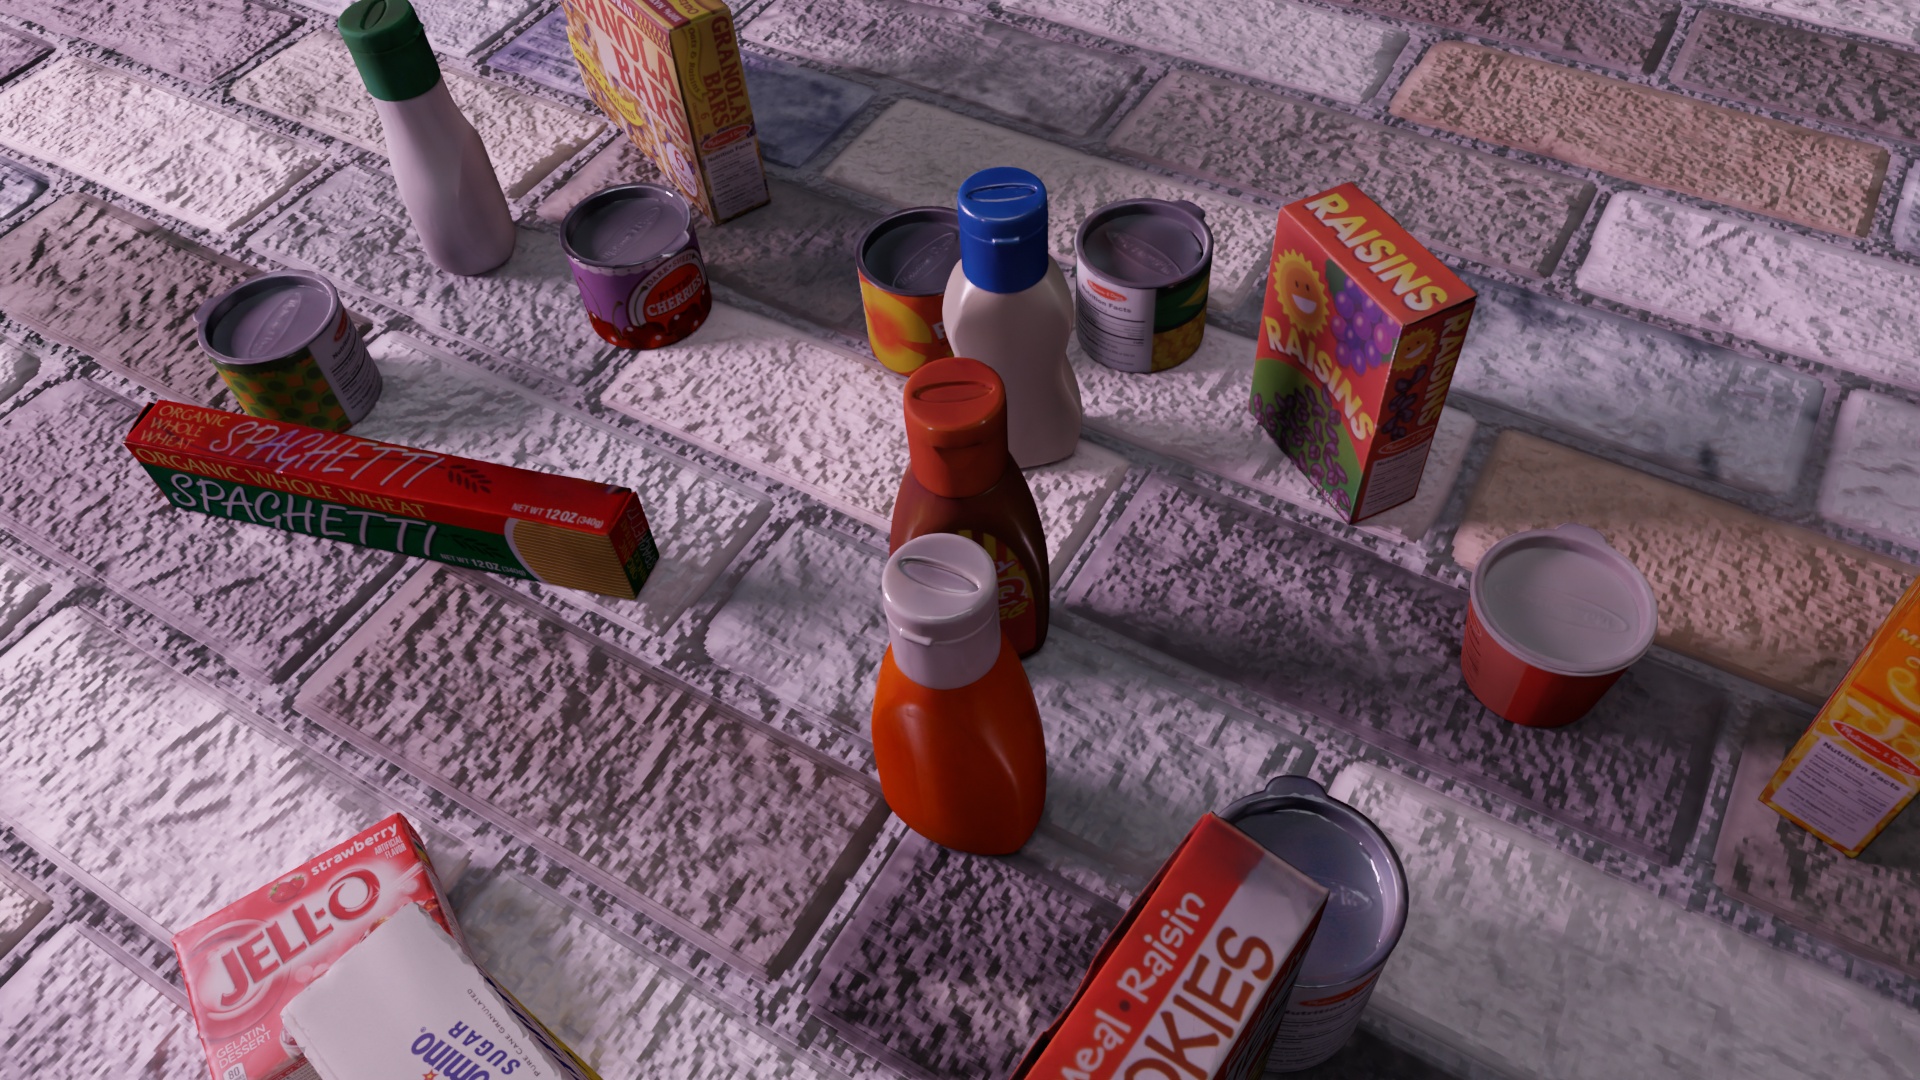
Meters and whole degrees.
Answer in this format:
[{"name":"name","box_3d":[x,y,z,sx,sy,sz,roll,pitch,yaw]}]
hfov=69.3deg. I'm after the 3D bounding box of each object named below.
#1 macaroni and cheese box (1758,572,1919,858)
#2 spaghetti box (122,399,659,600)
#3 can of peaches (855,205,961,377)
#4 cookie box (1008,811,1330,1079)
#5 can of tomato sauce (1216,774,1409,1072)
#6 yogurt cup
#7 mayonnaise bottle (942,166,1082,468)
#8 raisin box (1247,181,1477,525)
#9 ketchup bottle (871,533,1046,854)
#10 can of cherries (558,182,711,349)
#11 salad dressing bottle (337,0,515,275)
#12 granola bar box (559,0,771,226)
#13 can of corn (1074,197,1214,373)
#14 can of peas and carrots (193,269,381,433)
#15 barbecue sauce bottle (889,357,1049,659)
[{"name":"macaroni and cheese box","box_3d":[0.354,0.022,0.480,0.040,0.165,0.124,36,62,28]},{"name":"spaghetti box","box_3d":[-0.260,-0.019,0.631,0.250,0.050,0.029,10,53,12]},{"name":"can of peaches","box_3d":[-0.014,-0.122,0.691,0.071,0.057,0.071,-2,51,3]},{"name":"cookie box","box_3d":[0.045,0.167,0.386,0.040,0.166,0.123,28,59,24]},{"name":"can of tomato sauce","box_3d":[0.107,0.130,0.465,0.071,0.082,0.071,-2,51,3]},{"name":"yogurt cup","box_3d":[0.231,0.038,0.548,0.072,0.053,0.073,-2,51,3]},{"name":"mayonnaise bottle","box_3d":[0.021,-0.093,0.607,0.065,0.147,0.041,-5,51,0]},{"name":"raisin box","box_3d":[0.170,-0.079,0.602,0.040,0.122,0.086,-22,53,-13]},{"name":"ketchup bottle","box_3d":[-0.003,0.057,0.489,0.065,0.148,0.044,17,55,17]},{"name":"can of cherries","box_3d":[-0.164,-0.140,0.715,0.071,0.058,0.072,-2,51,3]},{"name":"salad dressing bottle","box_3d":[-0.275,-0.207,0.720,0.044,0.146,0.064,0,52,4]},{"name":"granola bar box","box_3d":[-0.174,-0.271,0.779,0.039,0.123,0.166,-31,56,-19]},{"name":"can of corn","box_3d":[0.091,-0.127,0.687,0.071,0.058,0.071,-2,51,3]},{"name":"can of peas and carrots","box_3d":[-0.332,-0.090,0.688,0.071,0.058,0.071,-2,51,3]},{"name":"barbecue sauce bottle","box_3d":[0.002,-0.007,0.540,0.065,0.147,0.044,-4,51,1]}]
